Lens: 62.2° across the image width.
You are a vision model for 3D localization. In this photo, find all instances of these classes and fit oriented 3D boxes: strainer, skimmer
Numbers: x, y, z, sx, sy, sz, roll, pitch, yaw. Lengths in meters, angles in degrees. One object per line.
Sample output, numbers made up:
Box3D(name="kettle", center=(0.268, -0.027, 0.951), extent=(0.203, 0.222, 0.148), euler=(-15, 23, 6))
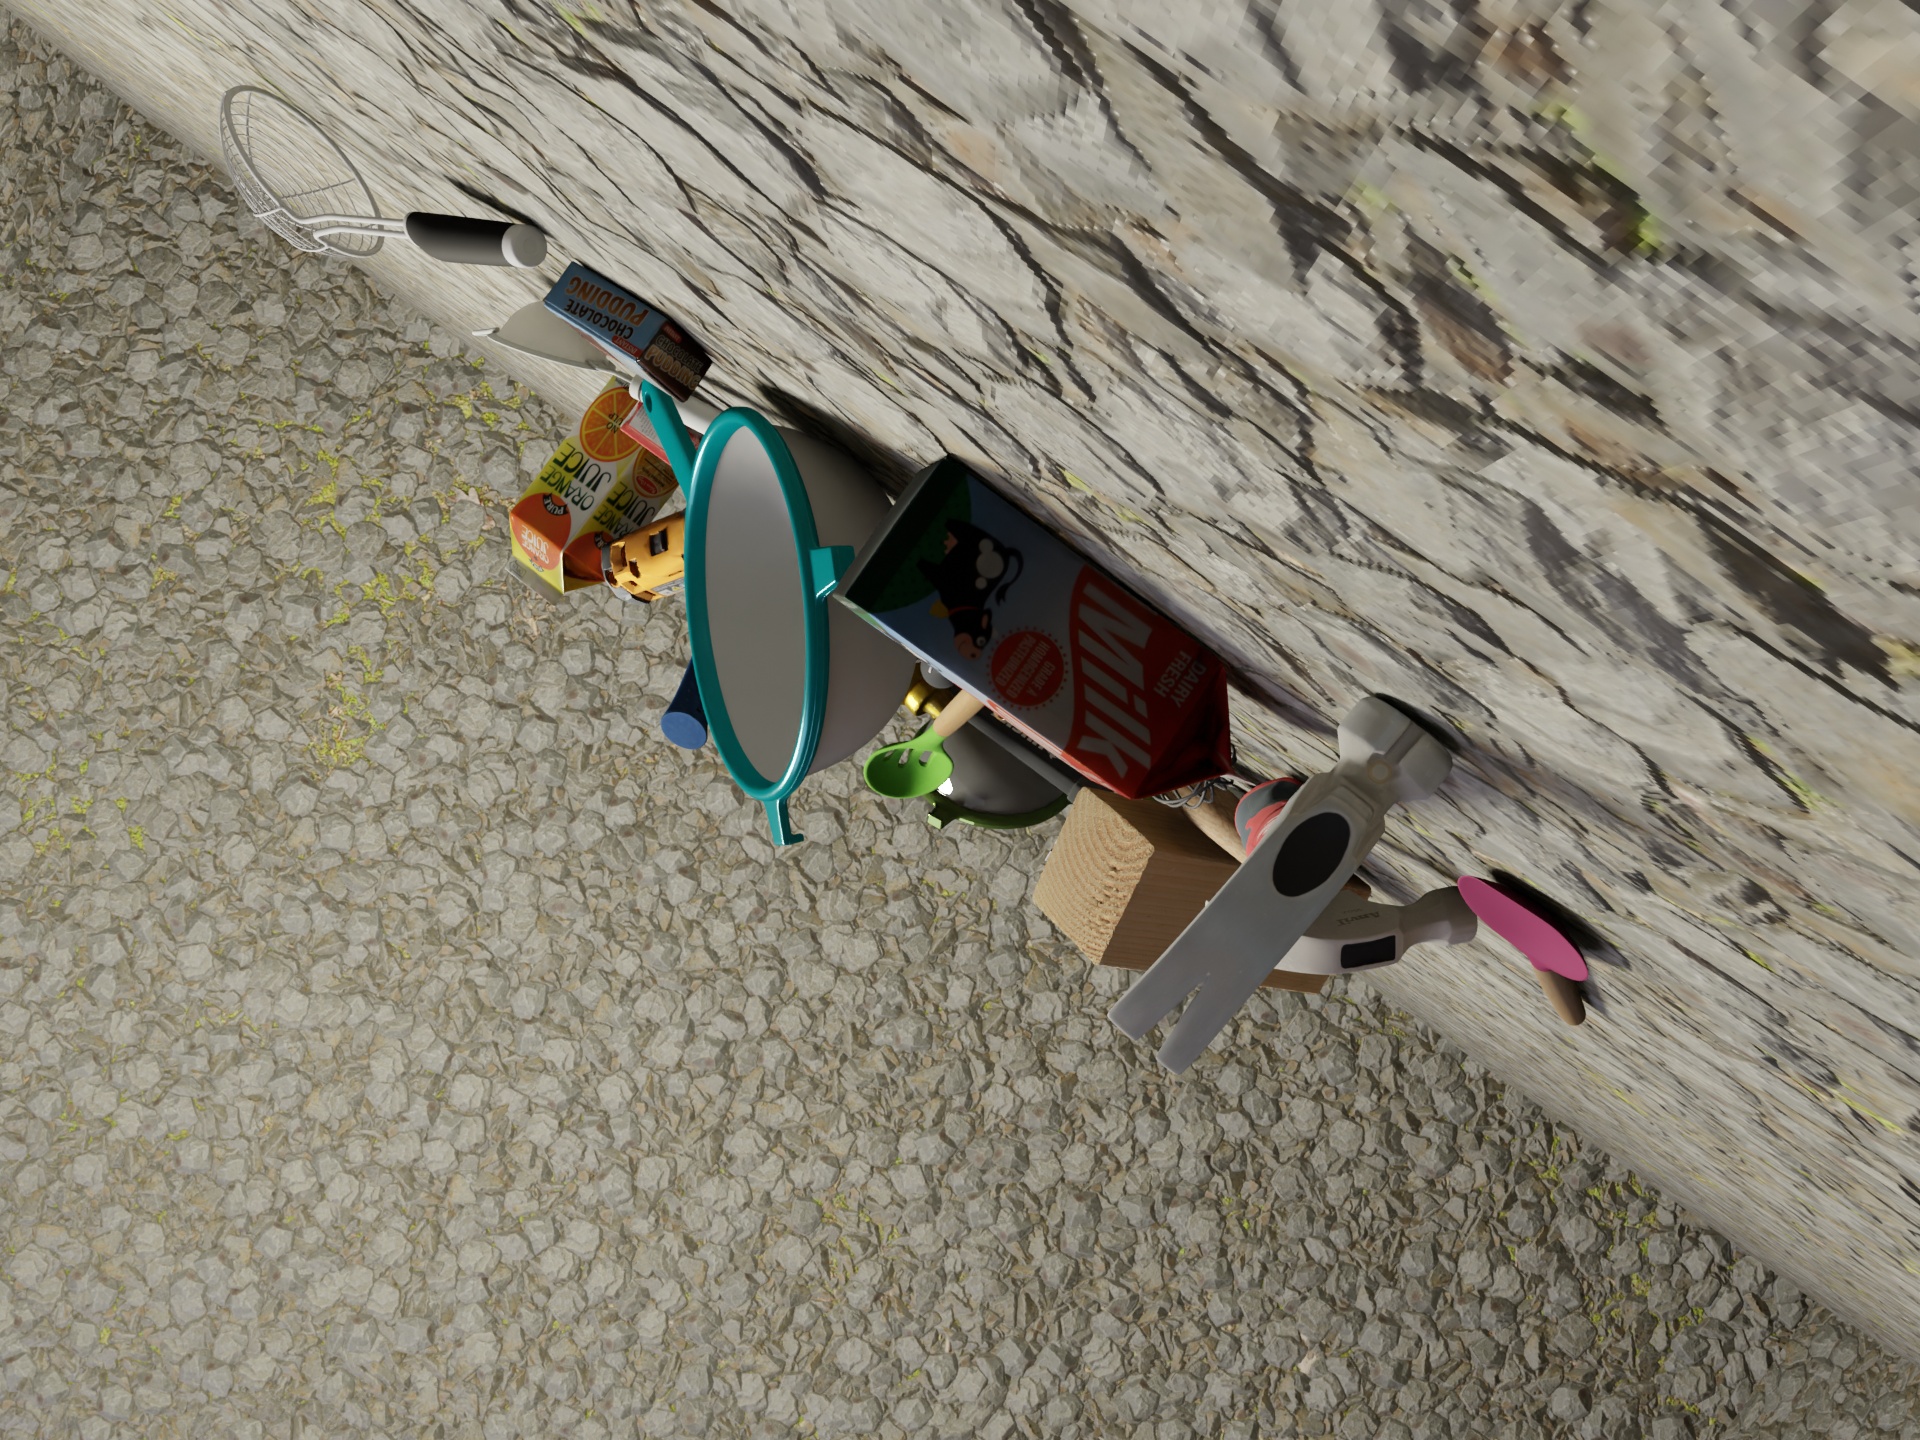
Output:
Box3D(name="strainer", center=(-0.101, -0.106, 0.911), extent=(0.095, 0.210, 0.341), euler=(-6, -137, -24))
Box3D(name="strainer", center=(0.019, -0.018, 1.391), extent=(0.069, 0.151, 0.257), euler=(98, 159, -43))
Box3D(name="skimmer", center=(-0.338, -0.322, 0.955), extent=(0.363, 0.090, 0.127), euler=(21, 167, 41))
Box3D(name="strainer", center=(-0.214, -0.225, 1.049), extent=(0.258, 0.050, 0.087), euler=(29, -160, 15))

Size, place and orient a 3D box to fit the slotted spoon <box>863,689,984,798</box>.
Box3D(name="slotted spoon", center=(-0.002, -0.004, 1.148), extent=(0.070, 0.031, 0.313), euler=(9, 158, -17))

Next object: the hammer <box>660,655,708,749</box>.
Box3D(name="hammer", center=(-0.224, -0.106, 1.502), extent=(0.144, 0.035, 0.406), euler=(45, -155, -22))

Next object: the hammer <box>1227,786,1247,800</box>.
Box3D(name="hammer", center=(0.236, 0.097, 1.297), extent=(0.128, 0.033, 0.330), euler=(33, 178, 39))

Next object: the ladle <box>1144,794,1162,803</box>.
Box3D(name="ladle", center=(0.130, 0.023, 1.468), extent=(0.078, 0.062, 0.319), euler=(38, 173, 26))

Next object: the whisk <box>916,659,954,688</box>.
Box3D(name="whisk", center=(-0.008, -0.050, 1.005), extent=(0.070, 0.070, 0.284), euler=(35, 174, 2))

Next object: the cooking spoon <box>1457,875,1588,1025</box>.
Box3D(name="cooking spoon", center=(0.308, 0.128, 0.831), extent=(0.069, 0.017, 0.318), euler=(36, 179, 31))

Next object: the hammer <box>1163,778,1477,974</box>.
Box3D(name="hammer", center=(0.165, 0.066, 0.968), extent=(0.130, 0.031, 0.332), euler=(-10, -159, -14))

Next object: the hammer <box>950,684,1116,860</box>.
Box3D(name="hammer", center=(-0.003, -0.016, 1.290), extent=(0.335, 0.146, 0.035), euler=(35, 134, 8))

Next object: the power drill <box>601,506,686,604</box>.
Box3D(name="power drill", center=(-0.167, -0.133, 1.365), extent=(0.226, 0.185, 0.084), euler=(21, -123, -59))

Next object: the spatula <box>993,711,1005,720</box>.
Box3D(name="spatula", center=(0.044, -0.023, 0.942), extent=(0.082, 0.044, 0.317), euler=(31, 168, -2))

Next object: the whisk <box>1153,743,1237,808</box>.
Box3D(name="whisk", center=(0.119, 0.014, 0.996), extent=(0.055, 0.055, 0.239), euler=(36, -178, -12))

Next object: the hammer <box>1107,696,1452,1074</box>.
Box3D(name="hammer", center=(0.133, 0.063, 0.711), extent=(0.038, 0.143, 0.386), euler=(40, -176, 8))
